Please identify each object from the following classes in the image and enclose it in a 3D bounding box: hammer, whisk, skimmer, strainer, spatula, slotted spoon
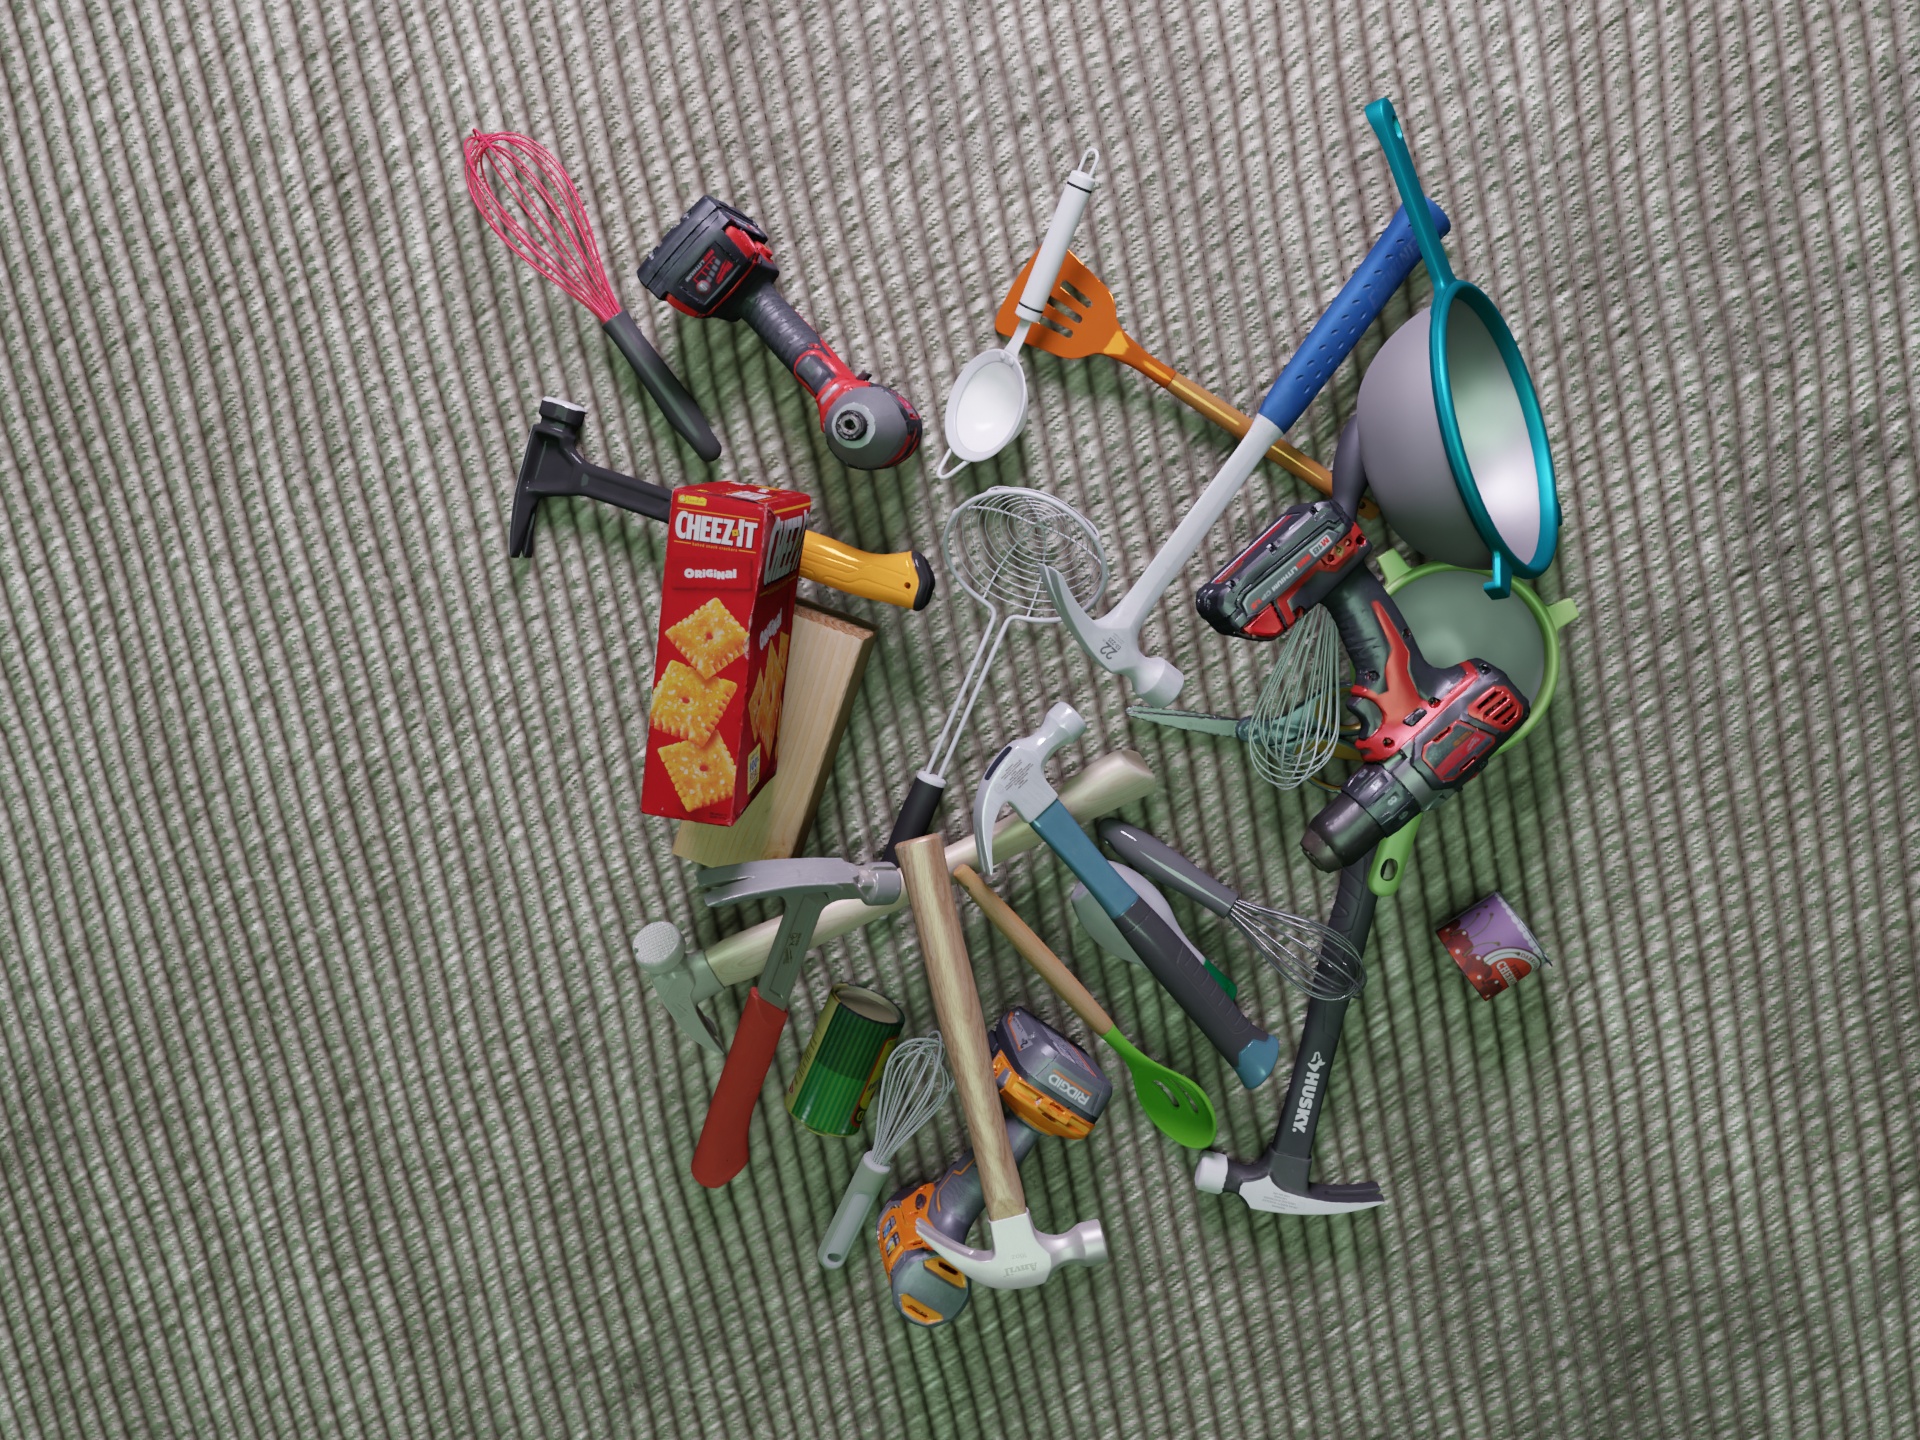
[{"bbox_3d":[0.005,0.247,1.156,0.130,0.031,0.331,-14,87,-1],"label":"hammer"},{"bbox_3d":[-0.037,0.131,1.228,0.410,0.038,0.146,-24,138,-5],"label":"hammer"},{"bbox_3d":[-0.163,0.240,1.214,0.149,0.037,0.358,-1,132,-29],"label":"hammer"},{"bbox_3d":[-0.273,-0.319,1.200,0.073,0.073,0.295,-34,100,9],"label":"whisk"},{"bbox_3d":[-0.064,0.353,1.291,0.057,0.059,0.246,19,111,-14],"label":"whisk"},{"bbox_3d":[0.133,0.149,1.201,0.128,0.033,0.331,-42,102,-6],"label":"hammer"},{"bbox_3d":[0.269,-0.087,1.175,0.070,0.070,0.284,12,96,3],"label":"whisk"},{"bbox_3d":[-0.002,-0.004,1.212,0.127,0.090,0.363,23,101,0],"label":"skimmer"},{"bbox_3d":[0.314,-0.250,1.107,0.095,0.211,0.340,-15,103,37],"label":"strainer"},{"bbox_3d":[0.049,-0.290,1.164,0.050,0.087,0.258,3,120,-39],"label":"strainer"},{"bbox_3d":[0.214,-0.208,1.147,0.144,0.035,0.405,36,90,-26],"label":"hammer"},{"bbox_3d":[-0.182,-0.140,1.207,0.337,0.034,0.127,18,98,10],"label":"hammer"},{"bbox_3d":[0.207,0.143,1.224,0.239,0.055,0.055,32,101,14],"label":"whisk"},{"bbox_3d":[0.347,0.005,1.192,0.151,0.069,0.256,16,98,1],"label":"strainer"},{"bbox_3d":[0.294,0.234,1.257,0.146,0.035,0.334,12,100,3],"label":"hammer"},{"bbox_3d":[0.177,-0.243,1.192,0.322,0.041,0.081,32,102,-5],"label":"spatula"},{"bbox_3d":[0.099,0.222,1.239,0.313,0.031,0.070,48,140,-17],"label":"slotted spoon"}]

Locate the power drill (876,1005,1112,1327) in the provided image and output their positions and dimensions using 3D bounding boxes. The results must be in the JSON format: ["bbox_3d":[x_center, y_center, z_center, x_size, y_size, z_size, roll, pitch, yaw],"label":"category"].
[{"bbox_3d":[0.014,0.342,1.248,0.084,0.164,0.226,35,90,-12],"label":"power drill"}]

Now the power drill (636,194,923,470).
[{"bbox_3d":[-0.122,-0.270,1.152,0.219,0.143,0.078,46,103,-1],"label":"power drill"}]

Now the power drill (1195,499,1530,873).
[{"bbox_3d":[0.264,-0.022,1.117,0.188,0.080,0.226,-42,96,1],"label":"power drill"}]
